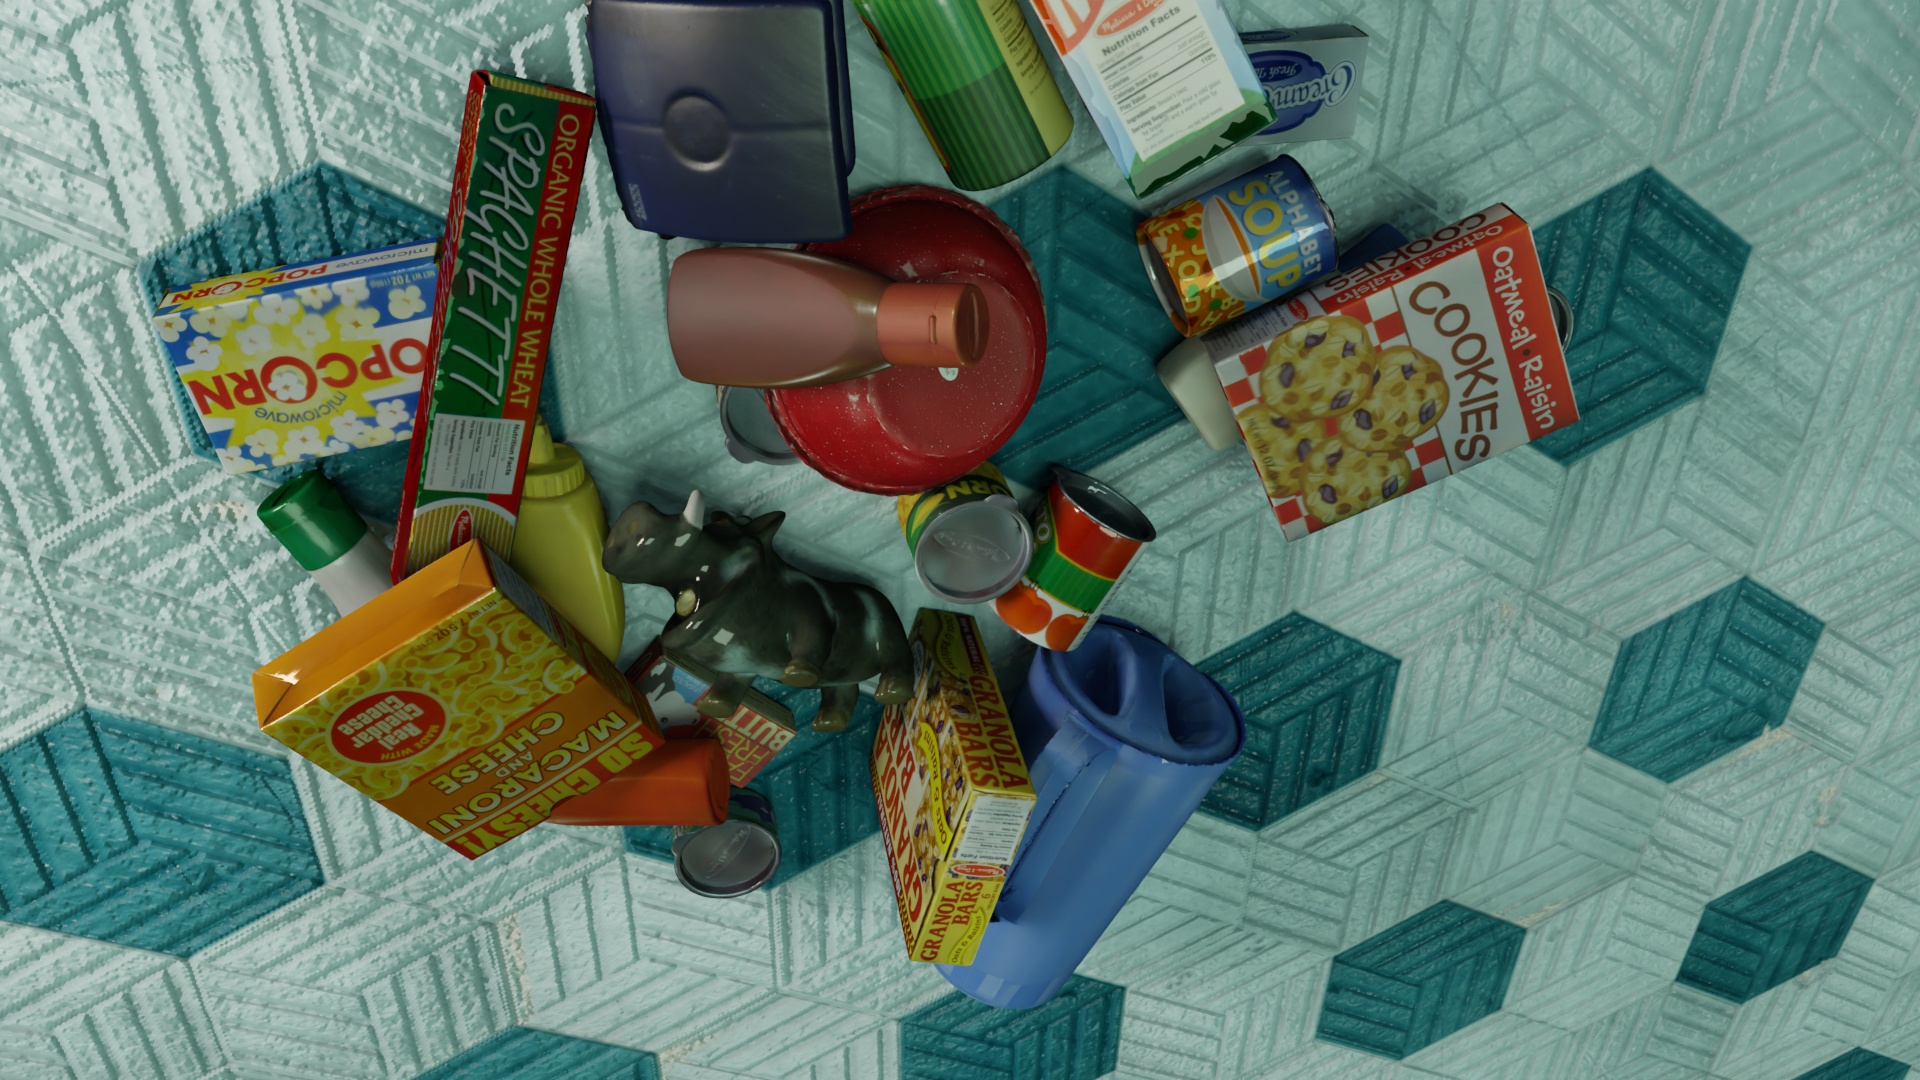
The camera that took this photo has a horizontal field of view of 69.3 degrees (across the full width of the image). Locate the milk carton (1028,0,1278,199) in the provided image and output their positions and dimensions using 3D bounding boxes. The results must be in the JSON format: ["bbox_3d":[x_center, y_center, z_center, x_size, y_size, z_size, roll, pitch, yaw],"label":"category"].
[{"bbox_3d":[0.062,-0.257,0.611,0.073,0.073,0.190,-28,116,13],"label":"milk carton"}]

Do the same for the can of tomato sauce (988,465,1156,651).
[{"bbox_3d":[0.060,0.011,0.797,0.071,0.071,0.082,21,114,-26],"label":"can of tomato sauce"}]

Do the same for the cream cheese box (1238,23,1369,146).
[{"bbox_3d":[0.150,-0.227,0.698,0.104,0.024,0.053,-8,124,-10],"label":"cream cheese box"}]

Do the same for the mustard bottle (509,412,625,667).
[{"bbox_3d":[-0.211,0.001,0.724,0.065,0.049,0.159,-2,121,-10],"label":"mustard bottle"}]

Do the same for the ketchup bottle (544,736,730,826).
[{"bbox_3d":[-0.210,0.139,0.795,0.149,0.044,0.064,-1,143,2],"label":"ketchup bottle"}]

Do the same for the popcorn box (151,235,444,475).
[{"bbox_3d":[-0.294,-0.086,0.652,0.127,0.038,0.084,-13,125,-8],"label":"popcorn box"}]

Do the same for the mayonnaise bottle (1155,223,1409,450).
[{"bbox_3d":[0.184,-0.116,0.767,0.148,0.041,0.064,-37,123,7],"label":"mayonnaise bottle"}]

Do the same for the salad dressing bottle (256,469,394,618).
[{"bbox_3d":[-0.295,0.031,0.713,0.044,0.064,0.147,-22,120,18],"label":"salad dressing bottle"}]

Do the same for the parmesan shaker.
[{"bbox_3d":[0.001,-0.218,0.633,0.071,0.071,0.102,-30,125,4],"label":"parmesan shaker"}]

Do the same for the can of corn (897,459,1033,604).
[{"bbox_3d":[0.003,-0.010,0.771,0.071,0.058,0.070,-7,123,-11],"label":"can of corn"}]

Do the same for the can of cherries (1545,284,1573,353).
[{"bbox_3d":[0.300,-0.122,0.785,0.071,0.058,0.071,-7,122,-12],"label":"can of cherries"}]

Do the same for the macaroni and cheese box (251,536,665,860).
[{"bbox_3d":[-0.243,0.087,0.695,0.124,0.040,0.165,-32,141,-2],"label":"macaroni and cheese box"}]

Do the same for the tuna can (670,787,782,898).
[{"bbox_3d":[-0.148,0.188,0.867,0.071,0.033,0.070,-7,123,-11],"label":"tuna can"}]

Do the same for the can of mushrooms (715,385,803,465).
[{"bbox_3d":[-0.095,-0.074,0.720,0.071,0.033,0.070,-8,123,-12],"label":"can of mushrooms"}]

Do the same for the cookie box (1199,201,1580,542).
[{"bbox_3d":[0.228,-0.086,0.735,0.167,0.040,0.122,-24,121,9],"label":"cookie box"}]

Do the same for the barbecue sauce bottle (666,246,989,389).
[{"bbox_3d":[-0.061,-0.099,0.624,0.148,0.044,0.064,6,106,26],"label":"barbecue sauce bottle"}]

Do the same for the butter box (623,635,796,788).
[{"bbox_3d":[-0.152,0.103,0.819,0.103,0.024,0.053,36,107,-30],"label":"butter box"}]

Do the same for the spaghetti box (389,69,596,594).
[{"bbox_3d":[-0.216,-0.087,0.636,0.050,0.029,0.249,3,115,-35],"label":"spaghetti box"}]

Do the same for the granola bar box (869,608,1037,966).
[{"bbox_3d":[-0.011,0.136,0.794,0.039,0.166,0.123,9,118,-18],"label":"granola bar box"}]

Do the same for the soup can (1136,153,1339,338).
[{"bbox_3d":[0.142,-0.151,0.715,0.084,0.071,0.071,-26,124,1],"label":"soup can"}]
